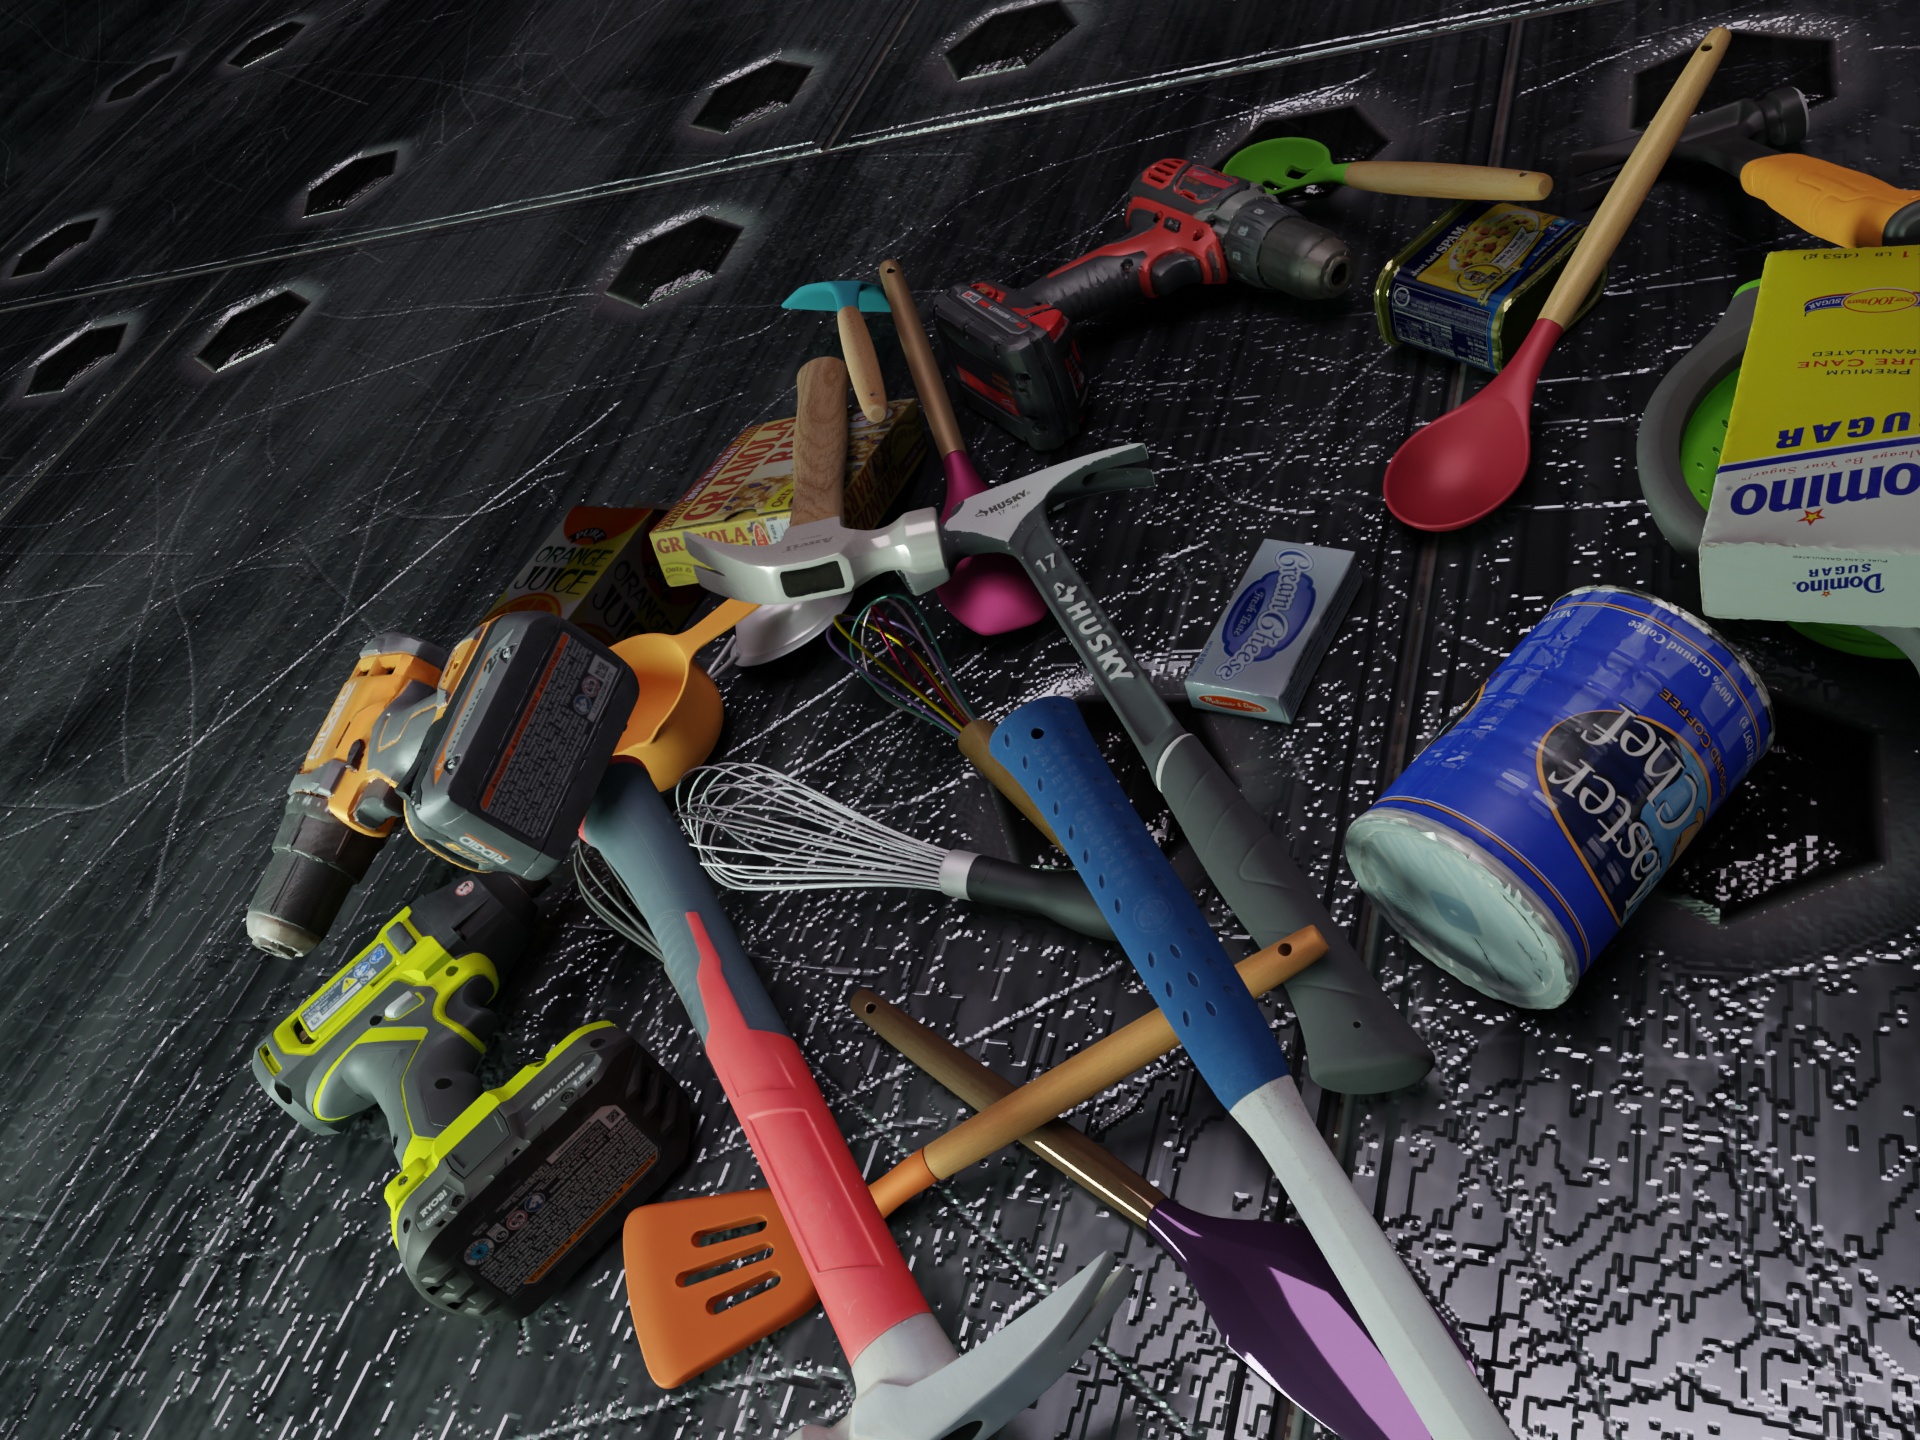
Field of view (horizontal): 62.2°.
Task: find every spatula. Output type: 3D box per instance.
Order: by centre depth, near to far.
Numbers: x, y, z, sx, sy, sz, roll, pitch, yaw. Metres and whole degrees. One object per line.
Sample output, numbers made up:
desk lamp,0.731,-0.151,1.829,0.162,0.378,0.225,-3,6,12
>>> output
spatula,0.062,0.183,0.641,0.316,0.018,0.060,26,72,40
spatula,0.005,0.167,0.647,0.322,0.041,0.081,-33,48,11
spatula,-0.068,-0.241,1.025,0.082,0.044,0.318,0,30,-9

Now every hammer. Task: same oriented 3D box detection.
hammer,0.119,0.141,0.572,0.144,0.035,0.406,-34,54,5
hammer,-0.078,0.131,0.682,0.143,0.038,0.387,-37,47,0
hammer,0.098,0.005,0.747,0.149,0.036,0.409,-27,48,-2
hammer,0.410,-0.270,0.801,0.127,0.034,0.337,-15,23,14
hammer,-0.082,-0.147,0.903,0.130,0.031,0.332,-12,29,2

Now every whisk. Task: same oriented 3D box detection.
whisk,-0.027,0.069,0.772,0.285,0.070,0.070,10,55,28
whisk,-0.138,0.121,0.784,0.055,0.055,0.239,-35,48,-7
whisk,0.000,-0.003,0.826,0.051,0.047,0.245,-40,43,-5

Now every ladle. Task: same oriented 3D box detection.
ladle,0.319,-0.229,0.831,0.069,0.031,0.315,29,86,36

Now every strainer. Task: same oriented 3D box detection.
strainer,-0.044,-0.094,0.946,0.258,0.050,0.087,-23,28,0

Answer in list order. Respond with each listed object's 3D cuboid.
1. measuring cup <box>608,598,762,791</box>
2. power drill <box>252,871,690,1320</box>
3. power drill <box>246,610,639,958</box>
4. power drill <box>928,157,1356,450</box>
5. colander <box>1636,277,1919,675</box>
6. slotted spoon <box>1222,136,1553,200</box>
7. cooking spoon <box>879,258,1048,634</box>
measuring cup,-0.146,-0.026,0.912,0.173,0.052,0.095,-38,45,-3
power drill,-0.233,0.164,0.770,0.171,0.080,0.223,-44,42,-15
power drill,-0.279,0.036,0.815,0.226,0.084,0.185,-5,57,45
power drill,0.116,-0.267,1.003,0.226,0.080,0.188,-35,44,-12
colander,0.386,-0.032,0.624,0.204,0.094,0.397,-6,47,22
slotted spoon,0.254,-0.332,0.975,0.070,0.031,0.314,-34,28,-6
cooking spoon,-0.010,-0.176,0.961,0.069,0.017,0.319,-16,55,-2
